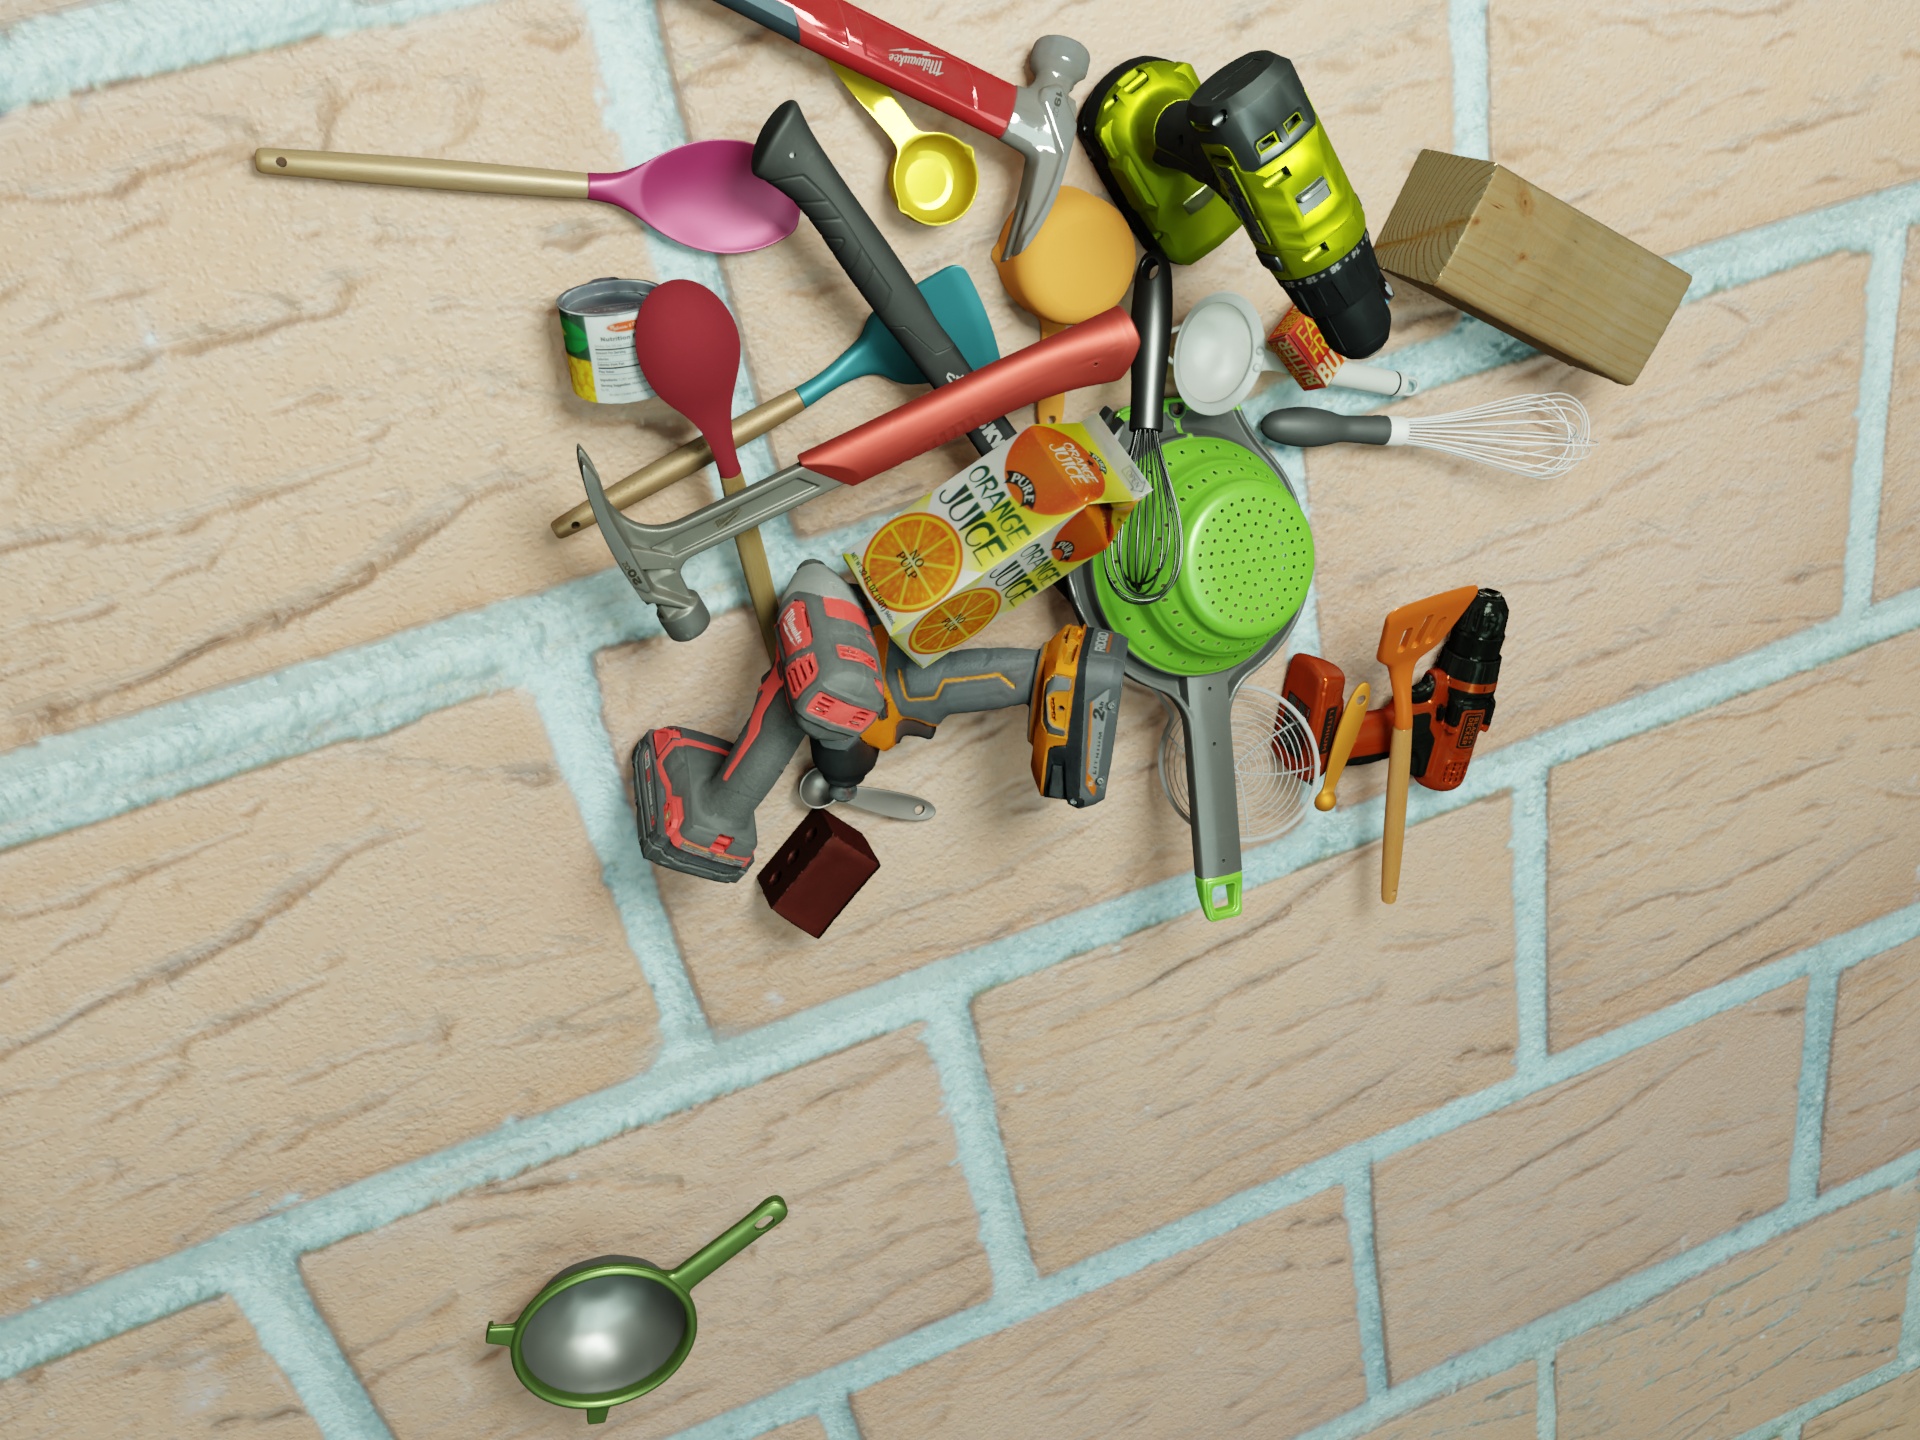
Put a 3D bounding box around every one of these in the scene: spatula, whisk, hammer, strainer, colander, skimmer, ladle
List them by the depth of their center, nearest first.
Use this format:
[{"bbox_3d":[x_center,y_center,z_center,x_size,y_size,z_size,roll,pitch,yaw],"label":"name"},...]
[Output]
[{"bbox_3d":[-0.105,-0.408,0.940,0.386,0.038,0.143,17,85,-24],"label":"hammer"},{"bbox_3d":[-0.056,-0.182,1.008,0.359,0.037,0.149,-26,132,-3],"label":"hammer"},{"bbox_3d":[-0.020,-0.251,1.024,0.146,0.035,0.334,-37,126,5],"label":"hammer"},{"bbox_3d":[-0.126,-0.198,1.050,0.317,0.044,0.082,-30,127,-7],"label":"spatula"},{"bbox_3d":[-0.148,-0.142,1.050,0.069,0.031,0.315,-34,138,-23],"label":"ladle"},{"bbox_3d":[0.127,-0.196,1.066,0.055,0.055,0.239,2,90,-22],"label":"whisk"},{"bbox_3d":[0.194,-0.037,1.159,0.204,0.094,0.397,-10,101,-21],"label":"colander"},{"bbox_3d":[0.238,-0.260,1.164,0.258,0.050,0.087,3,106,-28],"label":"strainer"},{"bbox_3d":[0.144,-0.047,1.205,0.127,0.090,0.363,-47,121,-4],"label":"skimmer"},{"bbox_3d":[0.362,-0.222,1.224,0.284,0.070,0.070,0,116,-14],"label":"whisk"},{"bbox_3d":[0.362,0.029,1.290,0.081,0.041,0.322,-17,125,-15],"label":"spatula"},{"bbox_3d":[-0.256,0.462,1.324,0.256,0.069,0.151,-36,120,-1],"label":"strainer"}]

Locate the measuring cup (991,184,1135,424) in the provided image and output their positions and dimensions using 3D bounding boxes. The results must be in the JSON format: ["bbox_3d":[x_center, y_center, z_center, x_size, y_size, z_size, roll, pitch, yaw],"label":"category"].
[{"bbox_3d":[0.073,-0.272,1.086,0.095,0.052,0.173,-7,116,-18],"label":"measuring cup"}]

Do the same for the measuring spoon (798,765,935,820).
[{"bbox_3d":[-0.072,0.058,1.225,0.124,0.018,0.034,16,102,-34],"label":"measuring spoon"}]

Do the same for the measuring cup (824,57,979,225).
[{"bbox_3d":[-0.049,-0.383,1.008,0.062,0.029,0.156,-41,110,-3],"label":"measuring cup"}]

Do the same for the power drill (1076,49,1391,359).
[{"bbox_3d":[0.174,-0.325,0.994,0.080,0.229,0.190,-38,122,1],"label":"power drill"}]

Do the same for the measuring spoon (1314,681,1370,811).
[{"bbox_3d":[0.310,0.023,1.281,0.021,0.011,0.116,3,115,-24],"label":"measuring spoon"}]

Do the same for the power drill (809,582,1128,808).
[{"bbox_3d":[-0.002,-0.004,1.142,0.226,0.084,0.164,9,116,6],"label":"power drill"}]

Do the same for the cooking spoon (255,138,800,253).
[{"bbox_3d":[-0.251,-0.325,0.959,0.318,0.017,0.068,-2,115,-20],"label":"cooking spoon"}]

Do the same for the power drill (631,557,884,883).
[{"bbox_3d":[-0.135,-0.003,1.077,0.078,0.143,0.219,21,127,-33],"label":"power drill"}]
